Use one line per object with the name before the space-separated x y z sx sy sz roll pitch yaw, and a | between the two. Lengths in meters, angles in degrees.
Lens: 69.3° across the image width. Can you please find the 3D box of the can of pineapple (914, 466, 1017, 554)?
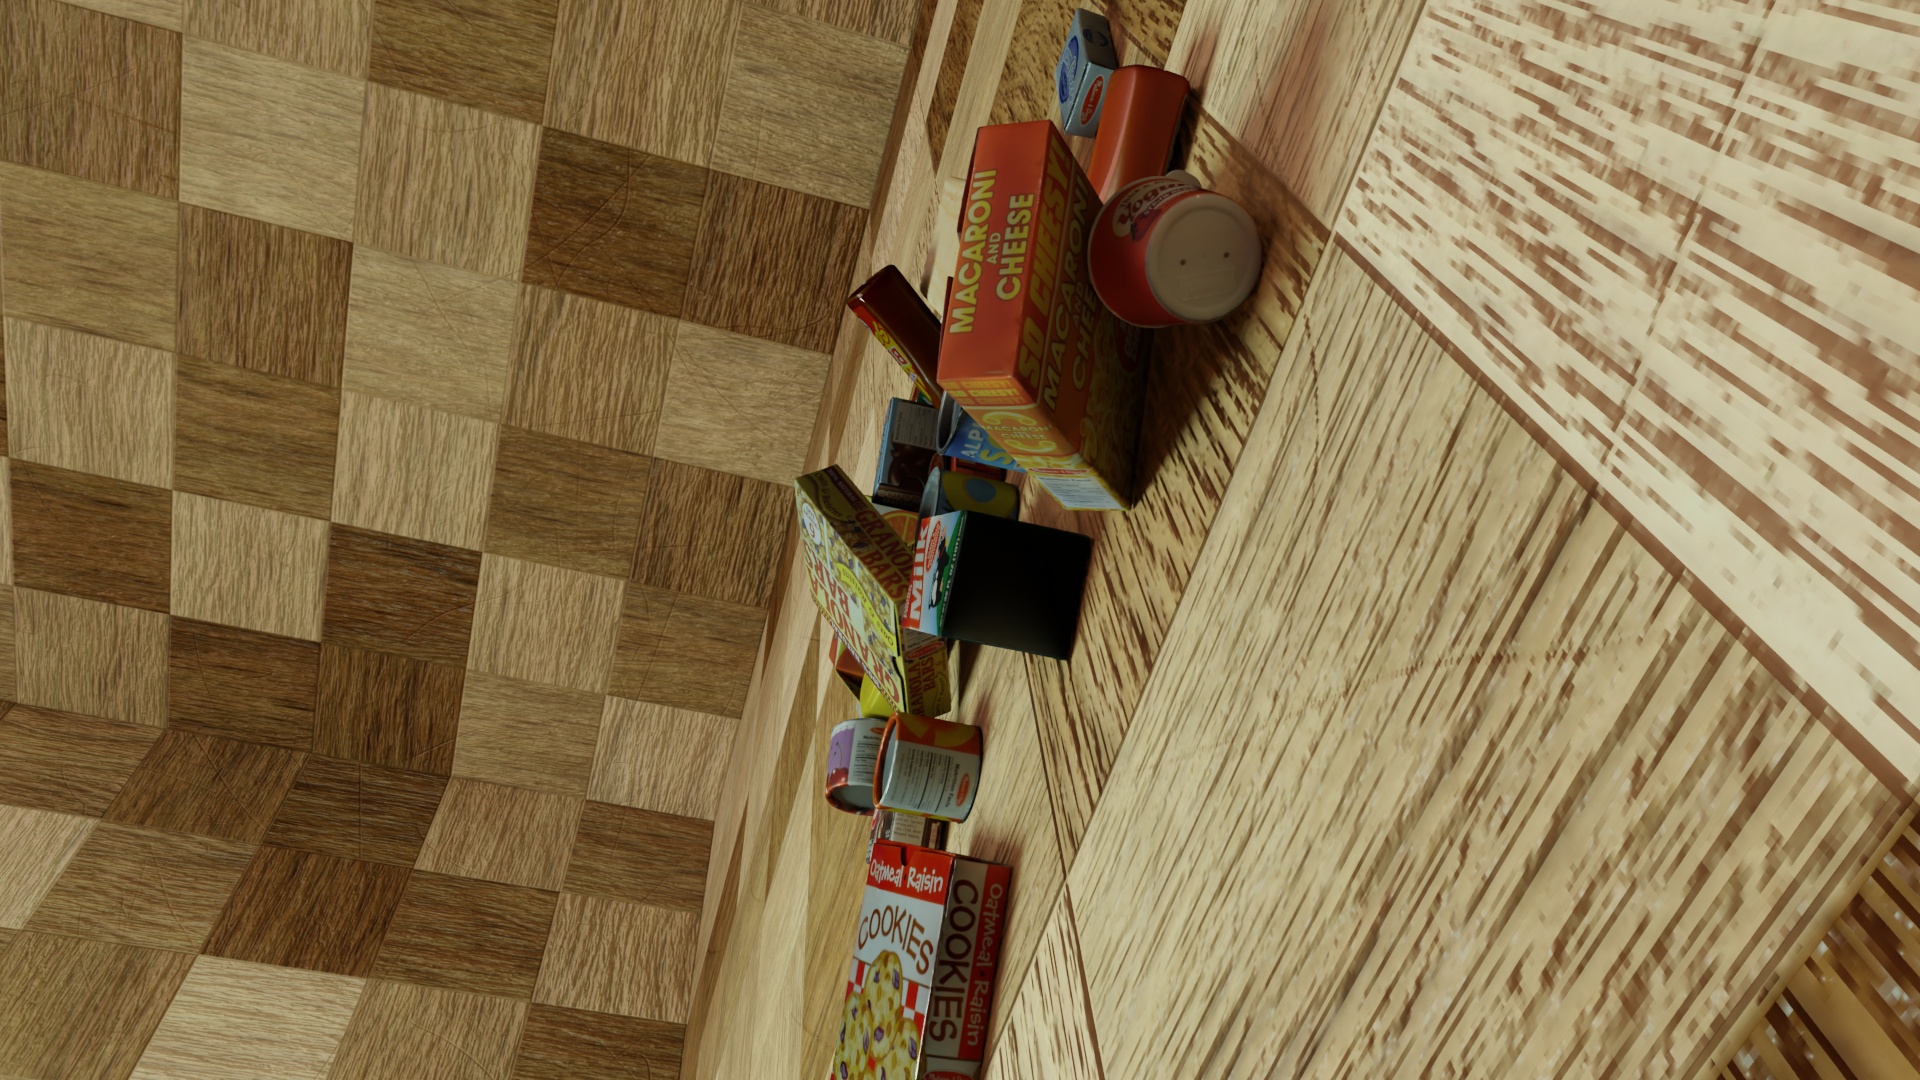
can of pineapple | 0.003 -0.012 0.968 0.071 0.058 0.071 -166 88 -79

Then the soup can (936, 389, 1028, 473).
soup can | 0.035 -0.073 0.805 0.071 0.084 0.071 -166 88 -79

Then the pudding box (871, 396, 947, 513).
pudding box | -0.036 -0.063 1.033 0.030 0.050 0.084 115 164 -55

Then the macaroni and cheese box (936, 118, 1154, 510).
macaroni and cheese box | 0.046 -0.097 0.652 0.166 0.040 0.124 38 -123 -60

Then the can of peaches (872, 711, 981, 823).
can of peaches | -0.023 0.150 0.922 0.071 0.058 0.071 -166 88 -79

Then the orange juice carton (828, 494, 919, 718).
orange juice carton | -0.068 0.061 1.217 0.072 0.073 0.192 -162 84 -79

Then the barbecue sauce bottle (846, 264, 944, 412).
barbecue sauce bottle | -0.018 -0.127 0.993 0.043 0.148 0.065 -41 13 -1

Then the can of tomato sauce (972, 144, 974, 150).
can of tomato sauce | 0.038 -0.256 1.051 0.071 0.071 0.083 138 142 -72

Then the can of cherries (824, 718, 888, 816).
can of cherries | -0.076 0.186 1.132 0.071 0.071 0.059 117 160 -54

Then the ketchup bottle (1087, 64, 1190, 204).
ketchup bottle | 0.087 -0.181 0.765 0.065 0.043 0.148 -118 41 -81

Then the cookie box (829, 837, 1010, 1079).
cookie box | -0.027 0.262 0.802 0.122 0.040 0.168 -17 60 64

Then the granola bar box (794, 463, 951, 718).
granola bar box | -0.066 0.039 1.014 0.166 0.039 0.123 48 151 44

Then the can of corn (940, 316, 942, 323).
can of corn | 0.014 -0.145 1.053 0.058 0.071 0.071 116 163 -47

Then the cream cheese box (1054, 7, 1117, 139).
cream cheese box | 0.088 -0.331 0.982 0.104 0.024 0.053 -90 17 -49

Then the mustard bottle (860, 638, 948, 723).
mustard bottle | -0.041 0.094 1.106 0.159 0.049 0.065 120 159 -55

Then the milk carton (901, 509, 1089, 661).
milk carton | 0.012 0.026 0.837 0.190 0.073 0.072 177 105 -79

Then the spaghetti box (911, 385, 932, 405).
spaghetti box | -0.039 -0.053 1.258 0.029 0.050 0.248 -100 25 -60

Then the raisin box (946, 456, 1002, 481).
raisin box | 0.003 -0.059 1.078 0.124 0.040 0.085 -89 16 -50

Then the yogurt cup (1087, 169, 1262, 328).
yogurt cup | 0.096 -0.125 0.608 0.054 0.072 0.072 -139 62 -69
